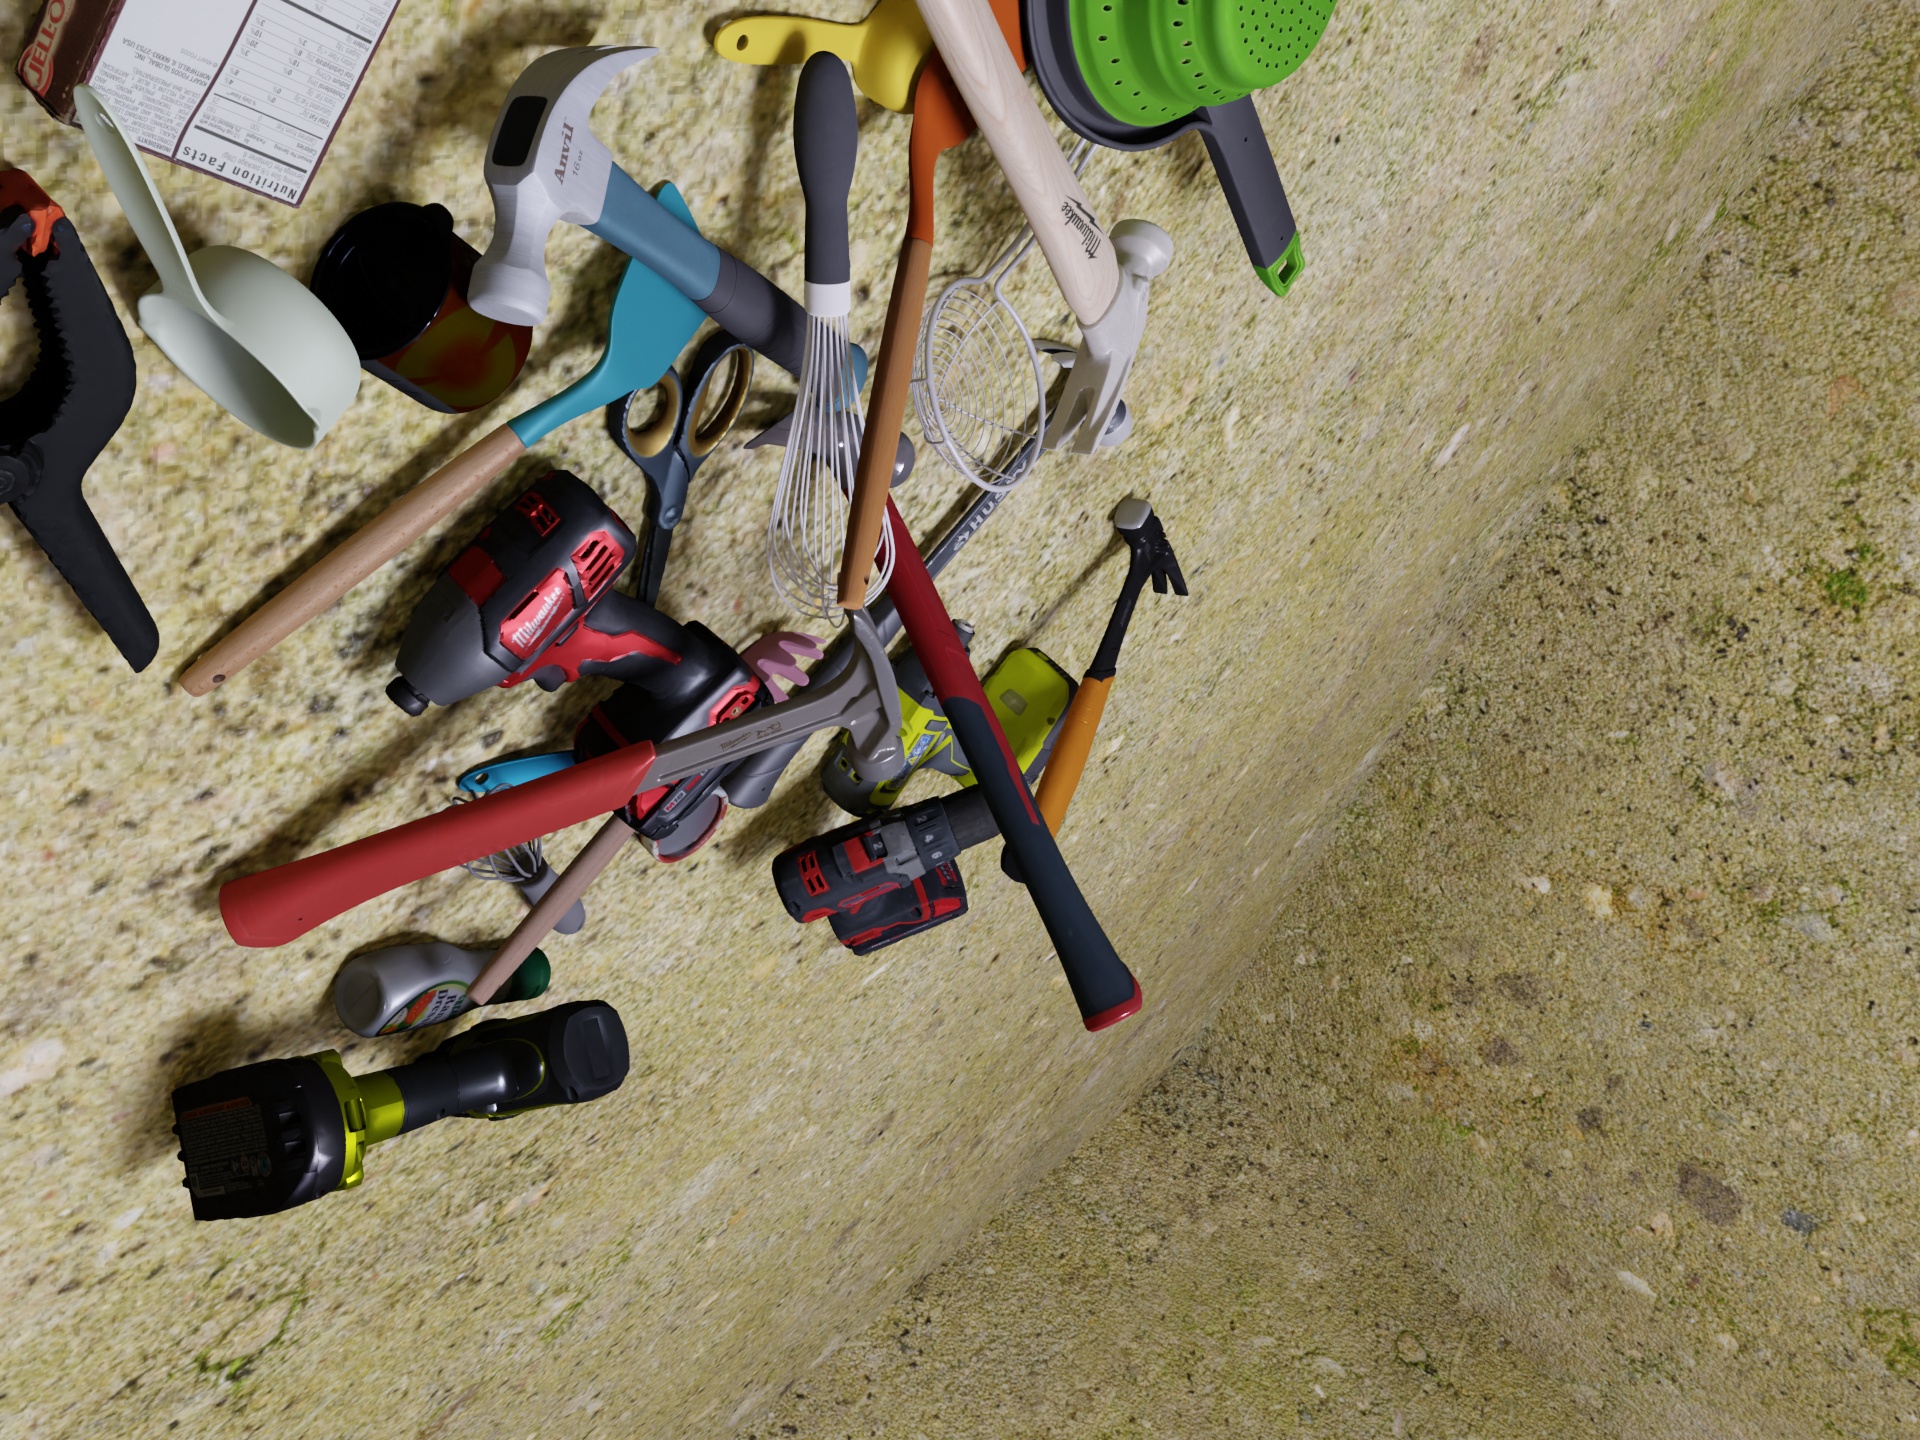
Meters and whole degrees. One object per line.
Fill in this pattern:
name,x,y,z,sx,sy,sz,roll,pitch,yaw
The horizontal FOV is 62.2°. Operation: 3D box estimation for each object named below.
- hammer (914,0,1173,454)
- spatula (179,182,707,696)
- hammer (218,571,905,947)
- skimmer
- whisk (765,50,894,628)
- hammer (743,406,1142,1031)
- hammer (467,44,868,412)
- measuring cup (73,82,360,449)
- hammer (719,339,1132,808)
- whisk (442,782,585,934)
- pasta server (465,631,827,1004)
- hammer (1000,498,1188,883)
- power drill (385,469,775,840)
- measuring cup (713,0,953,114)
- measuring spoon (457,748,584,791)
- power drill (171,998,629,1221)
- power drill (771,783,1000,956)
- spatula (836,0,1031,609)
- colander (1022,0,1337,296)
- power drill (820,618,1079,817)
hammer,0.014,-0.288,0.747,0.410,0.038,0.146,47,60,-58
spatula,-0.232,-0.122,0.738,0.317,0.044,0.082,-40,157,-9
hammer,-0.205,0.034,0.822,0.359,0.037,0.149,-19,145,-6
skimmer,0.084,-0.309,0.931,0.127,0.090,0.363,13,115,-54
whisk,-0.066,-0.179,0.788,0.070,0.070,0.284,-27,129,-43
hammer,-0.001,-0.003,0.906,0.038,0.386,0.143,-29,170,25
hammer,-0.117,-0.207,0.753,0.331,0.033,0.128,13,87,-72
measuring cup,-0.255,-0.160,0.547,0.038,0.083,0.167,-57,169,-25
hammer,-0.031,-0.098,1.129,0.409,0.036,0.149,-49,157,0
whisk,-0.266,0.095,0.978,0.055,0.055,0.238,-43,163,-15
pasta server,-0.192,0.053,0.994,0.316,0.040,0.060,-53,174,-26
hammer,0.110,-0.015,1.322,0.337,0.034,0.127,-67,147,-22
power drill,-0.201,-0.025,0.856,0.143,0.079,0.219,-46,149,-5
measuring cup,-0.053,-0.314,0.749,0.156,0.029,0.062,-27,149,-48
measuring spoon,-0.244,0.020,0.953,0.128,0.021,0.042,-13,136,-41
power drill,-0.340,0.227,0.955,0.190,0.080,0.228,-19,172,36
power drill,-0.043,0.114,1.272,0.188,0.080,0.226,-22,165,-2
spatula,-0.017,-0.210,0.777,0.081,0.041,0.323,31,67,-67
colander,0.166,-0.359,0.885,0.204,0.095,0.396,-55,146,-6
power drill,0.002,-0.003,1.290,0.171,0.080,0.223,-56,154,18
